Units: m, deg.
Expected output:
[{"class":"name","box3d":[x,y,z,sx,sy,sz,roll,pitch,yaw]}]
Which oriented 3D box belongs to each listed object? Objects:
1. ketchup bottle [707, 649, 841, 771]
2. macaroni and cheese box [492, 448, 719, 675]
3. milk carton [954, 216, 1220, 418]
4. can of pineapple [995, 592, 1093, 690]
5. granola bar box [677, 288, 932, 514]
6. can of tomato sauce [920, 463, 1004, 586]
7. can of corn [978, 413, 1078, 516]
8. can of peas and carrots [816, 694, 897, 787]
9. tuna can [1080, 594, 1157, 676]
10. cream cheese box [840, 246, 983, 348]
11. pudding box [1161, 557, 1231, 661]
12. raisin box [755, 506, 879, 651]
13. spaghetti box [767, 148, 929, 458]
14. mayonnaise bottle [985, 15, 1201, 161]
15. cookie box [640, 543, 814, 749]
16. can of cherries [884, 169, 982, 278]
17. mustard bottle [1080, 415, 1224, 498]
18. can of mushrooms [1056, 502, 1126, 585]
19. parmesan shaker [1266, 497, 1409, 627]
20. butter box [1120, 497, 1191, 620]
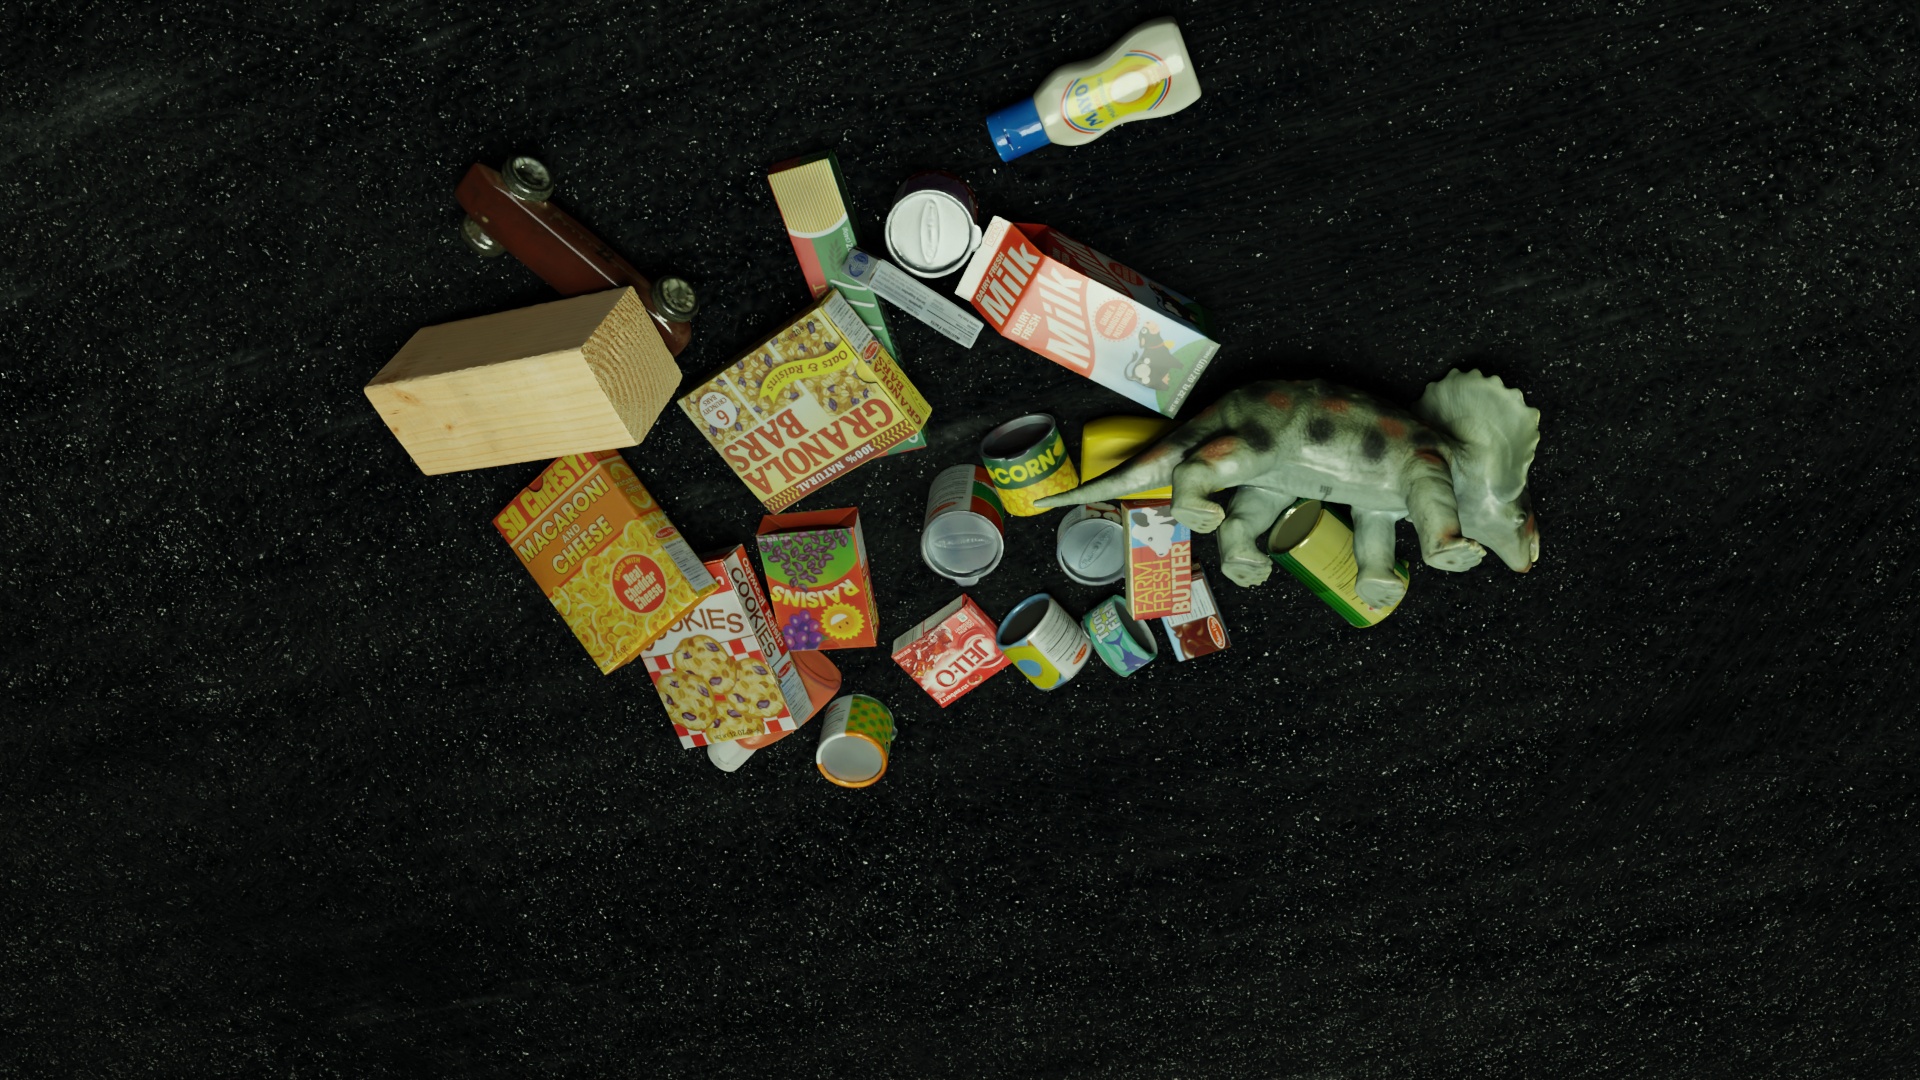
[{"class":"ketchup bottle","box3d":[-0.177,0.157,1.281,0.064,0.044,0.148,40,115,-12]},{"class":"macaroni and cheese box","box3d":[-0.300,0.010,1.168,0.123,0.040,0.166,-38,88,23]},{"class":"milk carton","box3d":[0.095,-0.174,1.053,0.190,0.074,0.072,24,119,-10]},{"class":"can of pineapple","box3d":[0.072,0.088,1.214,0.071,0.071,0.057,-35,112,21]},{"class":"granola bar box","box3d":[-0.125,-0.106,1.101,0.165,0.039,0.124,-27,112,32]},{"class":"can of tomato sauce","box3d":[0.004,-0.014,1.147,0.071,0.083,0.070,2,121,3]},{"class":"can of corn","box3d":[0.056,-0.060,1.124,0.071,0.071,0.058,-18,118,14]},{"class":"can of peas and carrots","box3d":[-0.095,0.187,1.285,0.071,0.059,0.070,2,121,3]},{"class":"tuna can","box3d":[0.137,0.081,1.204,0.032,0.071,0.071,-37,112,21]},{"class":"cream cheese box","box3d":[-0.036,-0.184,1.049,0.104,0.053,0.024,27,97,-33]},{"class":"pudding box","box3d":[0.199,0.061,1.210,0.049,0.030,0.083,-19,118,13]},{"class":"raisin box","box3d":[-0.122,0.036,1.210,0.086,0.040,0.122,-5,121,5]},{"class":"spaghetti box","box3d":[-0.083,-0.179,1.087,0.050,0.029,0.249,-13,119,12]},{"class":"mayonnaise bottle","box3d":[0.092,-0.315,0.989,0.148,0.041,0.064,-20,119,14]},{"class":"cookie box","box3d":[-0.218,0.095,1.218,0.123,0.040,0.167,-13,108,24]},{"class":"can of cherries","box3d":[-0.018,-0.236,1.033,0.071,0.059,0.071,1,119,2]},{"class":"mustard bottle","box3d":[0.178,-0.066,1.126,0.160,0.049,0.065,3,119,0]},{"class":"can of mushrooms","box3d":[0.117,0.004,1.180,0.071,0.033,0.070,1,120,3]},{"class":"parmesan shaker","box3d":[0.315,0.014,1.157,0.103,0.072,0.071,38,116,-17]},{"class":"butter box","box3d":[0.163,0.014,1.151,0.053,0.024,0.103,-8,113,-6]}]
